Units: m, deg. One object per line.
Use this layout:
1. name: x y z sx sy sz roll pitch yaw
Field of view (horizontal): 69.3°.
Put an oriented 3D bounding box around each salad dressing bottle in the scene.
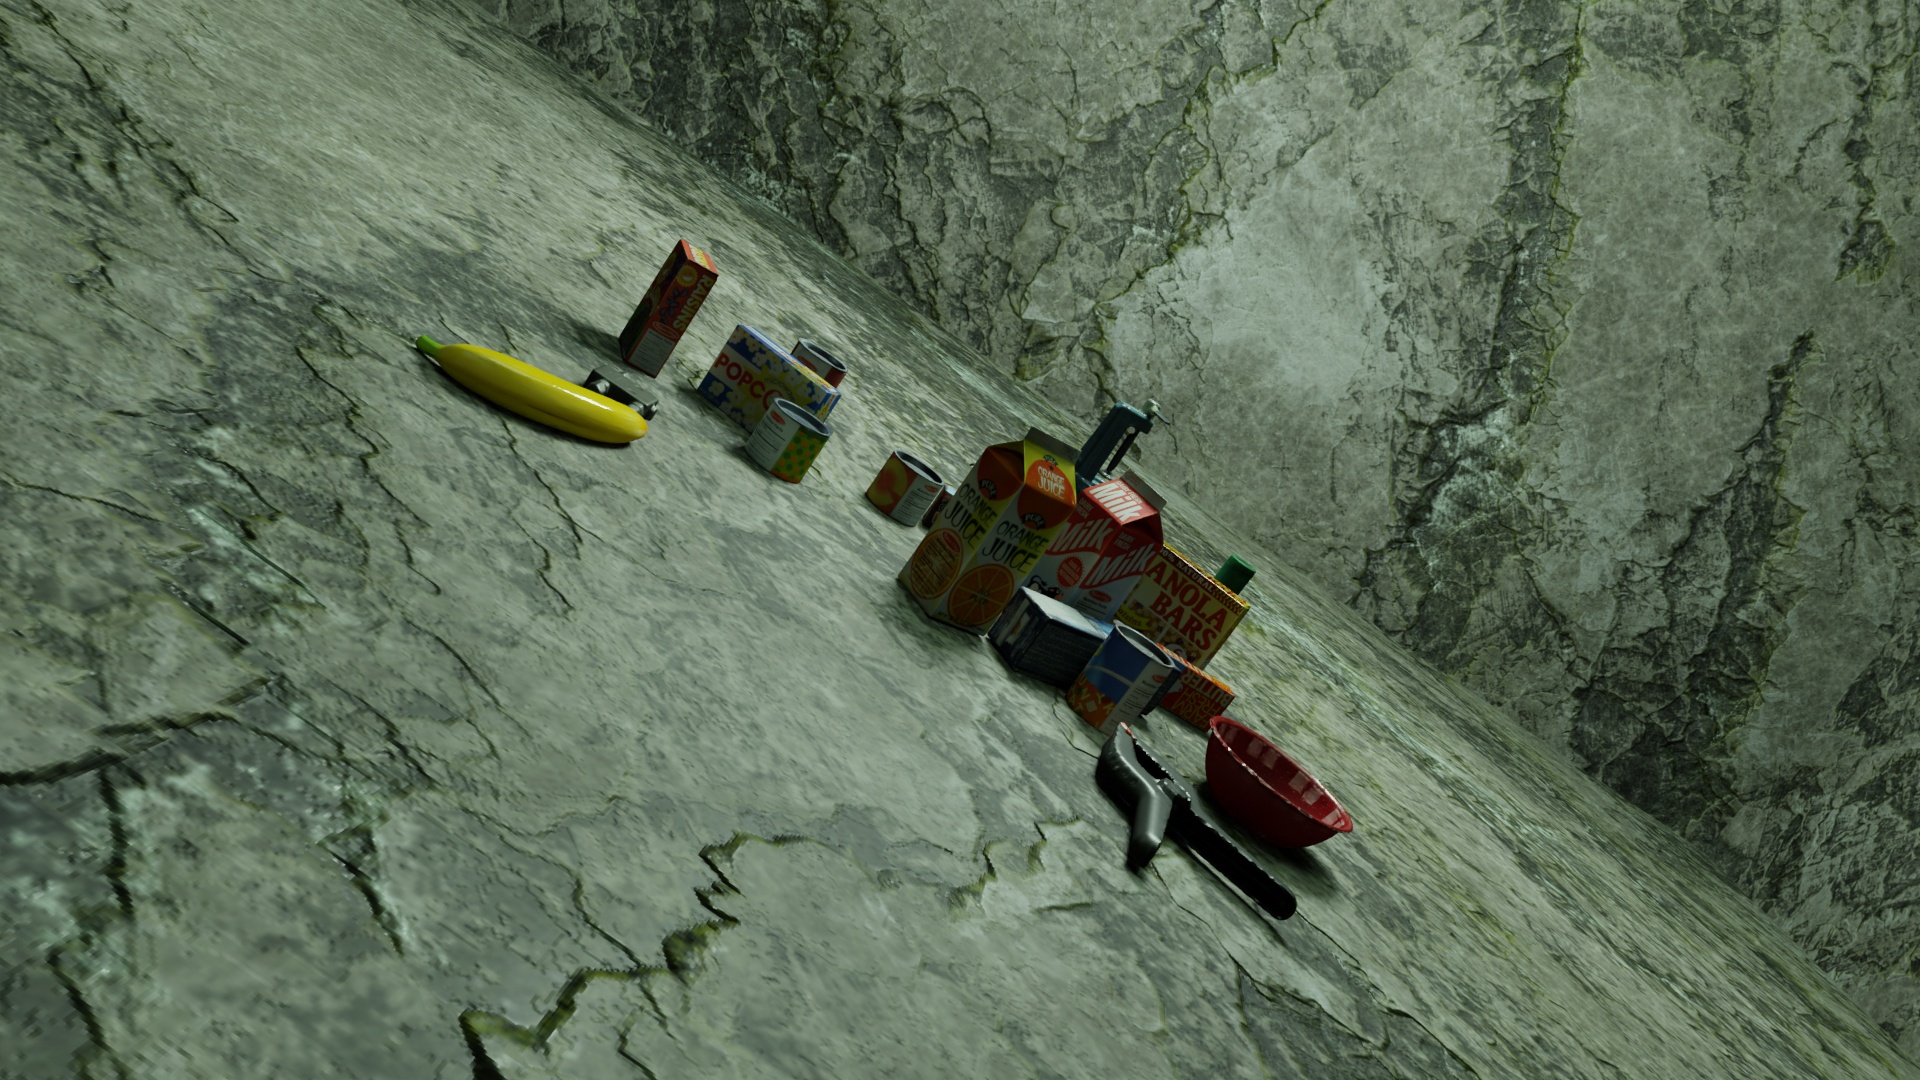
1. salad dressing bottle: 0.300 0.085 1.687 0.064 0.147 0.044 32 12 -15

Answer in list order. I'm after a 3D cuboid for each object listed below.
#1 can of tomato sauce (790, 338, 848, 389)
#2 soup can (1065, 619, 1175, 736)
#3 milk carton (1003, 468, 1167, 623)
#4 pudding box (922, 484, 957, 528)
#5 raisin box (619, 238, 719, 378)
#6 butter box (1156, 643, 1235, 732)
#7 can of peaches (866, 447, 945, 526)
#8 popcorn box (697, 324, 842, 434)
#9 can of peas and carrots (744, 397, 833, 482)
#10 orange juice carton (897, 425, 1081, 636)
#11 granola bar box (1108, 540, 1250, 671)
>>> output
1. can of tomato sauce: -0.177 -0.177 1.582 0.071 0.083 0.071 33 12 -8
2. soup can: 0.144 0.127 1.273 0.071 0.083 0.071 33 12 -8
3. milk carton: 0.133 0.020 1.393 0.073 0.190 0.072 24 16 -42
4. pudding box: 0.005 -0.019 1.540 0.083 0.049 0.030 32 12 -11
5. raisin box: -0.294 -0.234 1.399 0.040 0.123 0.086 29 13 -26
6. butter box: 0.234 0.156 1.468 0.103 0.053 0.024 31 13 -17
7. can of peaches: -0.061 -0.057 1.493 0.071 0.058 0.071 33 12 -8
8. popcorn box: -0.198 -0.153 1.432 0.127 0.085 0.038 38 12 13
9. can of peas and carrots: -0.168 -0.097 1.363 0.071 0.058 0.071 33 12 -8
10. orange juice carton: 0.034 -0.015 1.264 0.072 0.192 0.073 24 16 -41
11. granola bar box: 0.230 0.075 1.596 0.166 0.124 0.039 40 13 21
